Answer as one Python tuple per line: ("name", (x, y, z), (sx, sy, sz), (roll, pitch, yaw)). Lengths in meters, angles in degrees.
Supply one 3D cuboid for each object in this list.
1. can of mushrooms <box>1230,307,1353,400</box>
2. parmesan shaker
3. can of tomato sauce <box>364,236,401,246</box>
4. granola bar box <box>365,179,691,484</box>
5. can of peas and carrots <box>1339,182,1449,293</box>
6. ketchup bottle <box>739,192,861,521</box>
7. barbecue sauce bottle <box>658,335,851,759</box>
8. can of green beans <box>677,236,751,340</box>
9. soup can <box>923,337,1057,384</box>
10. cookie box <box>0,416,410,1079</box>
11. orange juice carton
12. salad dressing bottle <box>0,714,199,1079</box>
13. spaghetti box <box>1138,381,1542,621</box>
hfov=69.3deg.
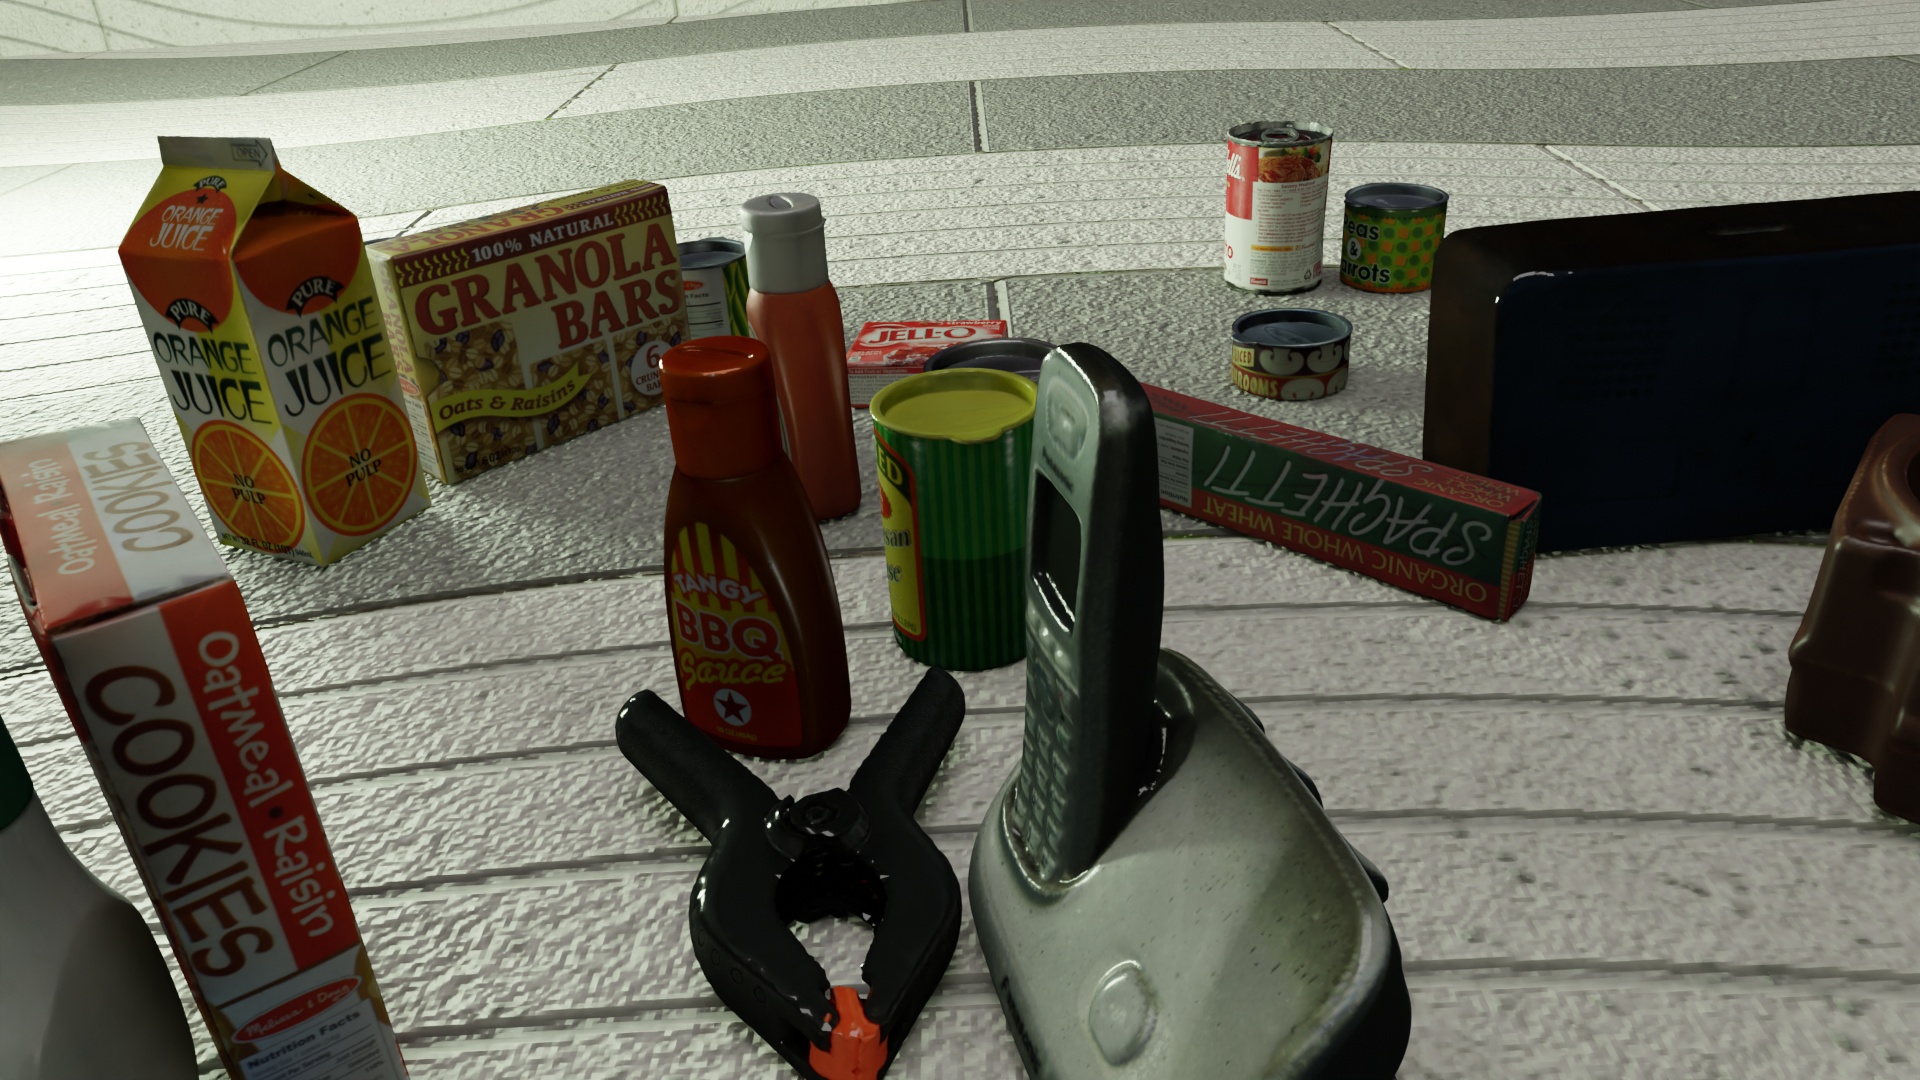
("can of mushrooms", (0.184, -0.106, 0.783), (0.071, 0.033, 0.071), (-3, 28, 2))
("parmesan shaker", (0.002, -0.007, 0.544), (0.071, 0.102, 0.071), (-3, 28, 2))
("can of tomato sauce", (-0.343, -0.139, 0.854), (0.071, 0.082, 0.071), (-3, 28, 2))
("granola bar box", (-0.227, -0.117, 0.756), (0.039, 0.123, 0.166), (21, 36, 39))
("can of peas and carrots", (0.286, -0.201, 0.925), (0.071, 0.058, 0.071), (-3, 28, 2))
("ketchup bottle", (-0.076, -0.086, 0.655), (0.043, 0.148, 0.065), (-13, 29, -17))
("barbecue sauce bottle", (-0.076, 0.004, 0.485), (0.065, 0.147, 0.044), (9, 30, 23))
("can of green beans", (-0.165, -0.157, 0.895), (0.071, 0.057, 0.071), (-3, 28, 2))
("soup can", (0.019, -0.040, 0.625), (0.071, 0.083, 0.072), (-3, 28, 2))
("cookie box", (-0.201, 0.064, 0.366), (0.040, 0.166, 0.123), (-22, 33, -31))
("orange juice carton", (-0.318, -0.091, 0.644), (0.072, 0.191, 0.073), (9, 30, 23))
("salad dressing bottle", (-0.229, 0.095, 0.333), (0.044, 0.147, 0.064), (-4, 28, 0))
("spaghetti box", (0.135, -0.028, 0.625), (0.250, 0.050, 0.029), (22, 37, 39))
